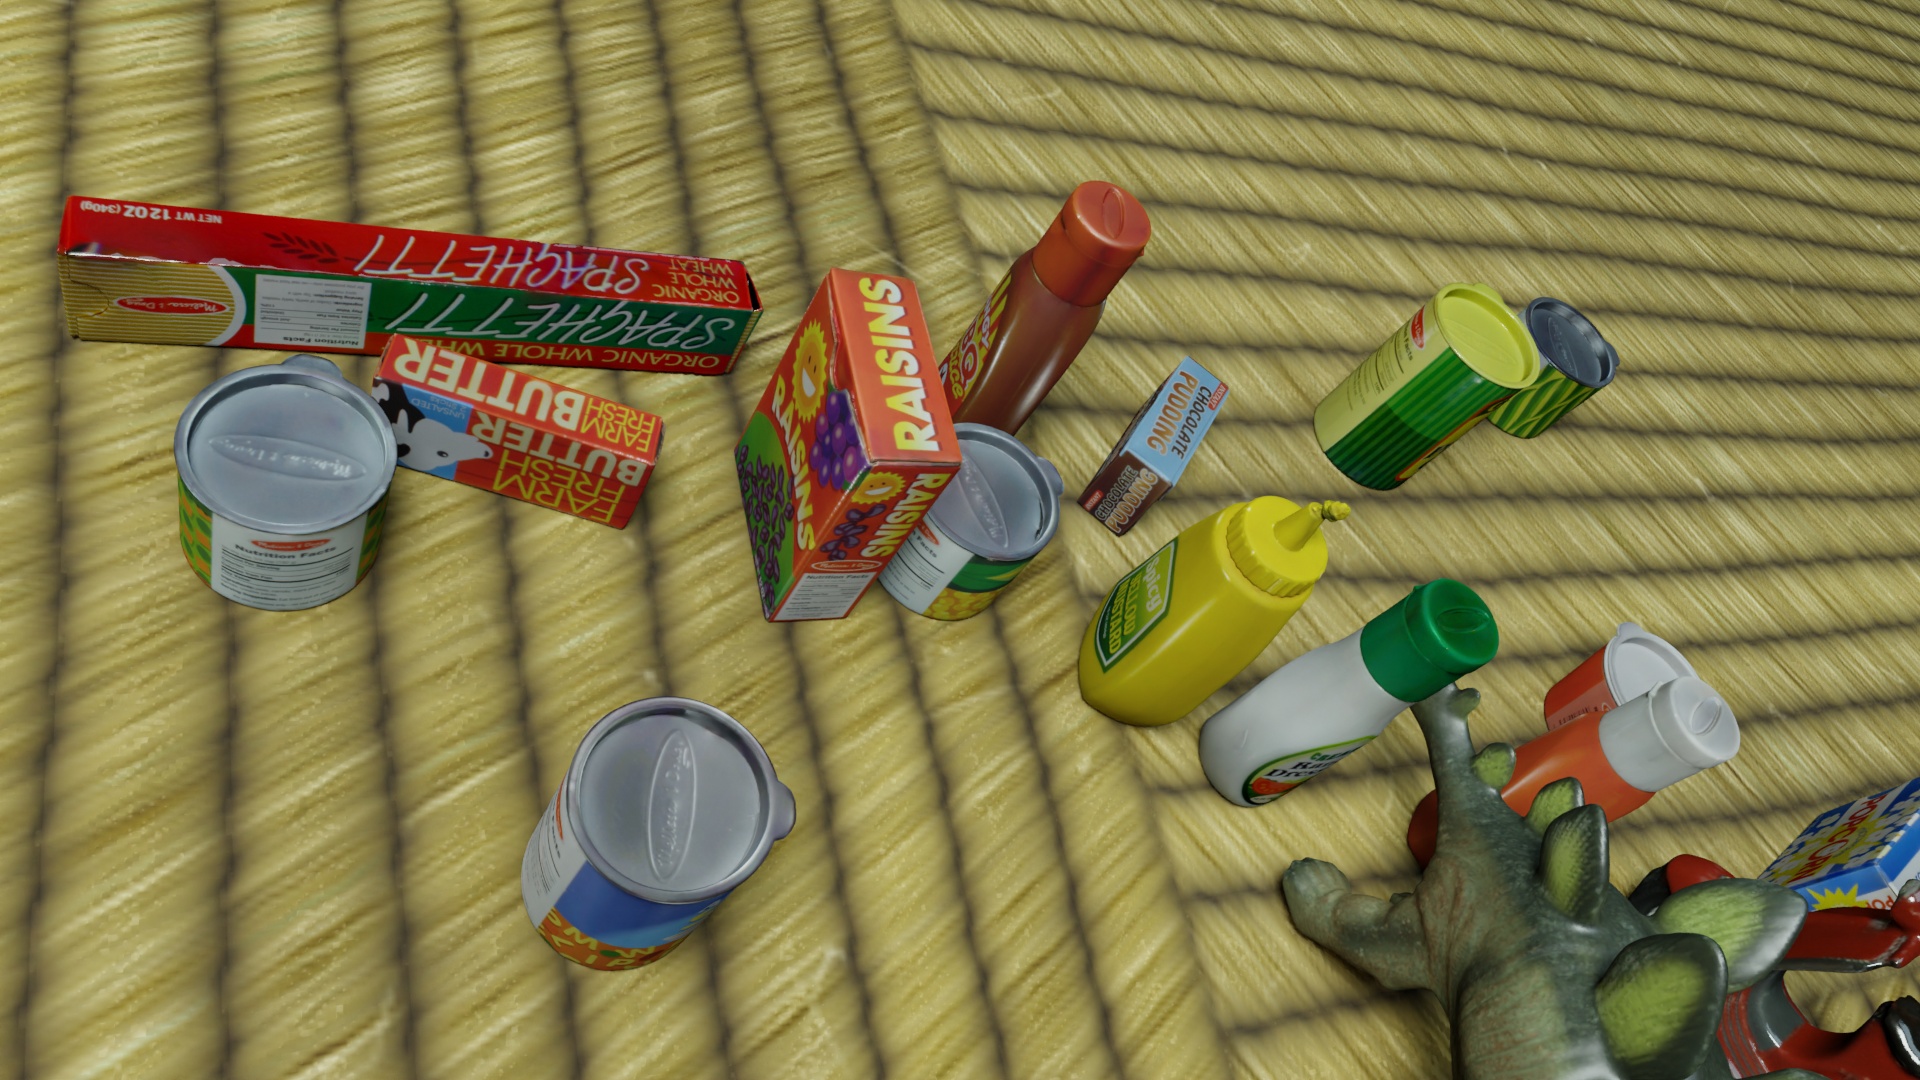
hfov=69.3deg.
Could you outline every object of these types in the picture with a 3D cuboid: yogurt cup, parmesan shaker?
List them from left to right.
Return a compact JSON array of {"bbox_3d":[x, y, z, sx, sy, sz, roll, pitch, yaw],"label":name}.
[{"bbox_3d":[0.248,-0.082,0.745,0.071,0.102,0.071,14,55,-20],"label":"parmesan shaker"},{"bbox_3d":[0.342,0.088,0.718,0.072,0.053,0.073,14,55,-20],"label":"yogurt cup"}]

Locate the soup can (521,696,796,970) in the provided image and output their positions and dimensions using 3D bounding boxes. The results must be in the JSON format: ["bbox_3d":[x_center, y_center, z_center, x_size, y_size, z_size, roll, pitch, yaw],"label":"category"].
[{"bbox_3d":[-0.101,0.099,0.455,0.071,0.083,0.072,14,55,-20],"label":"soup can"}]

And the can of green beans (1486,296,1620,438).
[{"bbox_3d":[0.350,-0.104,0.843,0.071,0.057,0.071,14,55,-20],"label":"can of green beans"}]

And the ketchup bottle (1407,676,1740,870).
[{"bbox_3d":[0.263,0.105,0.603,0.065,0.148,0.043,-29,77,-38],"label":"ketchup bottle"}]

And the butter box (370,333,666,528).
[{"bbox_3d":[-0.169,-0.040,0.527,0.103,0.053,0.024,17,54,-18],"label":"butter box"}]

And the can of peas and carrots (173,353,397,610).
[{"bbox_3d":[-0.231,-0.019,0.477,0.071,0.058,0.071,14,55,-20],"label":"can of peas and carrots"}]

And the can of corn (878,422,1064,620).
[{"bbox_3d":[0.002,-0.007,0.595,0.071,0.058,0.071,14,55,-20],"label":"can of corn"}]

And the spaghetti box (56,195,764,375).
[{"bbox_3d":[-0.205,-0.095,0.547,0.251,0.050,0.029,0,61,-28],"label":"spaghetti box"}]

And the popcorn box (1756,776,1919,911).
[{"bbox_3d":[0.465,0.167,0.712,0.127,0.084,0.038,-21,72,-36],"label":"popcorn box"}]

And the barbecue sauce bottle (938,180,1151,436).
[{"bbox_3d":[0.031,-0.094,0.608,0.044,0.147,0.065,19,53,-17],"label":"barbecue sauce bottle"}]

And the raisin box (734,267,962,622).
[{"bbox_3d":[-0.049,-0.034,0.542,0.040,0.122,0.086,1,60,-28],"label":"raisin box"}]

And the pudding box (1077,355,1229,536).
[{"bbox_3d":[0.095,-0.046,0.675,0.030,0.049,0.084,38,50,-2],"label":"pudding box"}]

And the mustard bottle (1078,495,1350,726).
[{"bbox_3d":[0.103,0.021,0.564,0.049,0.159,0.065,23,52,-14],"label":"mustard bottle"}]

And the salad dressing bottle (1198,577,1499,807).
[{"bbox_3d":[0.156,0.065,0.573,0.064,0.147,0.044,-3,62,-30],"label":"salad dressing bottle"}]
